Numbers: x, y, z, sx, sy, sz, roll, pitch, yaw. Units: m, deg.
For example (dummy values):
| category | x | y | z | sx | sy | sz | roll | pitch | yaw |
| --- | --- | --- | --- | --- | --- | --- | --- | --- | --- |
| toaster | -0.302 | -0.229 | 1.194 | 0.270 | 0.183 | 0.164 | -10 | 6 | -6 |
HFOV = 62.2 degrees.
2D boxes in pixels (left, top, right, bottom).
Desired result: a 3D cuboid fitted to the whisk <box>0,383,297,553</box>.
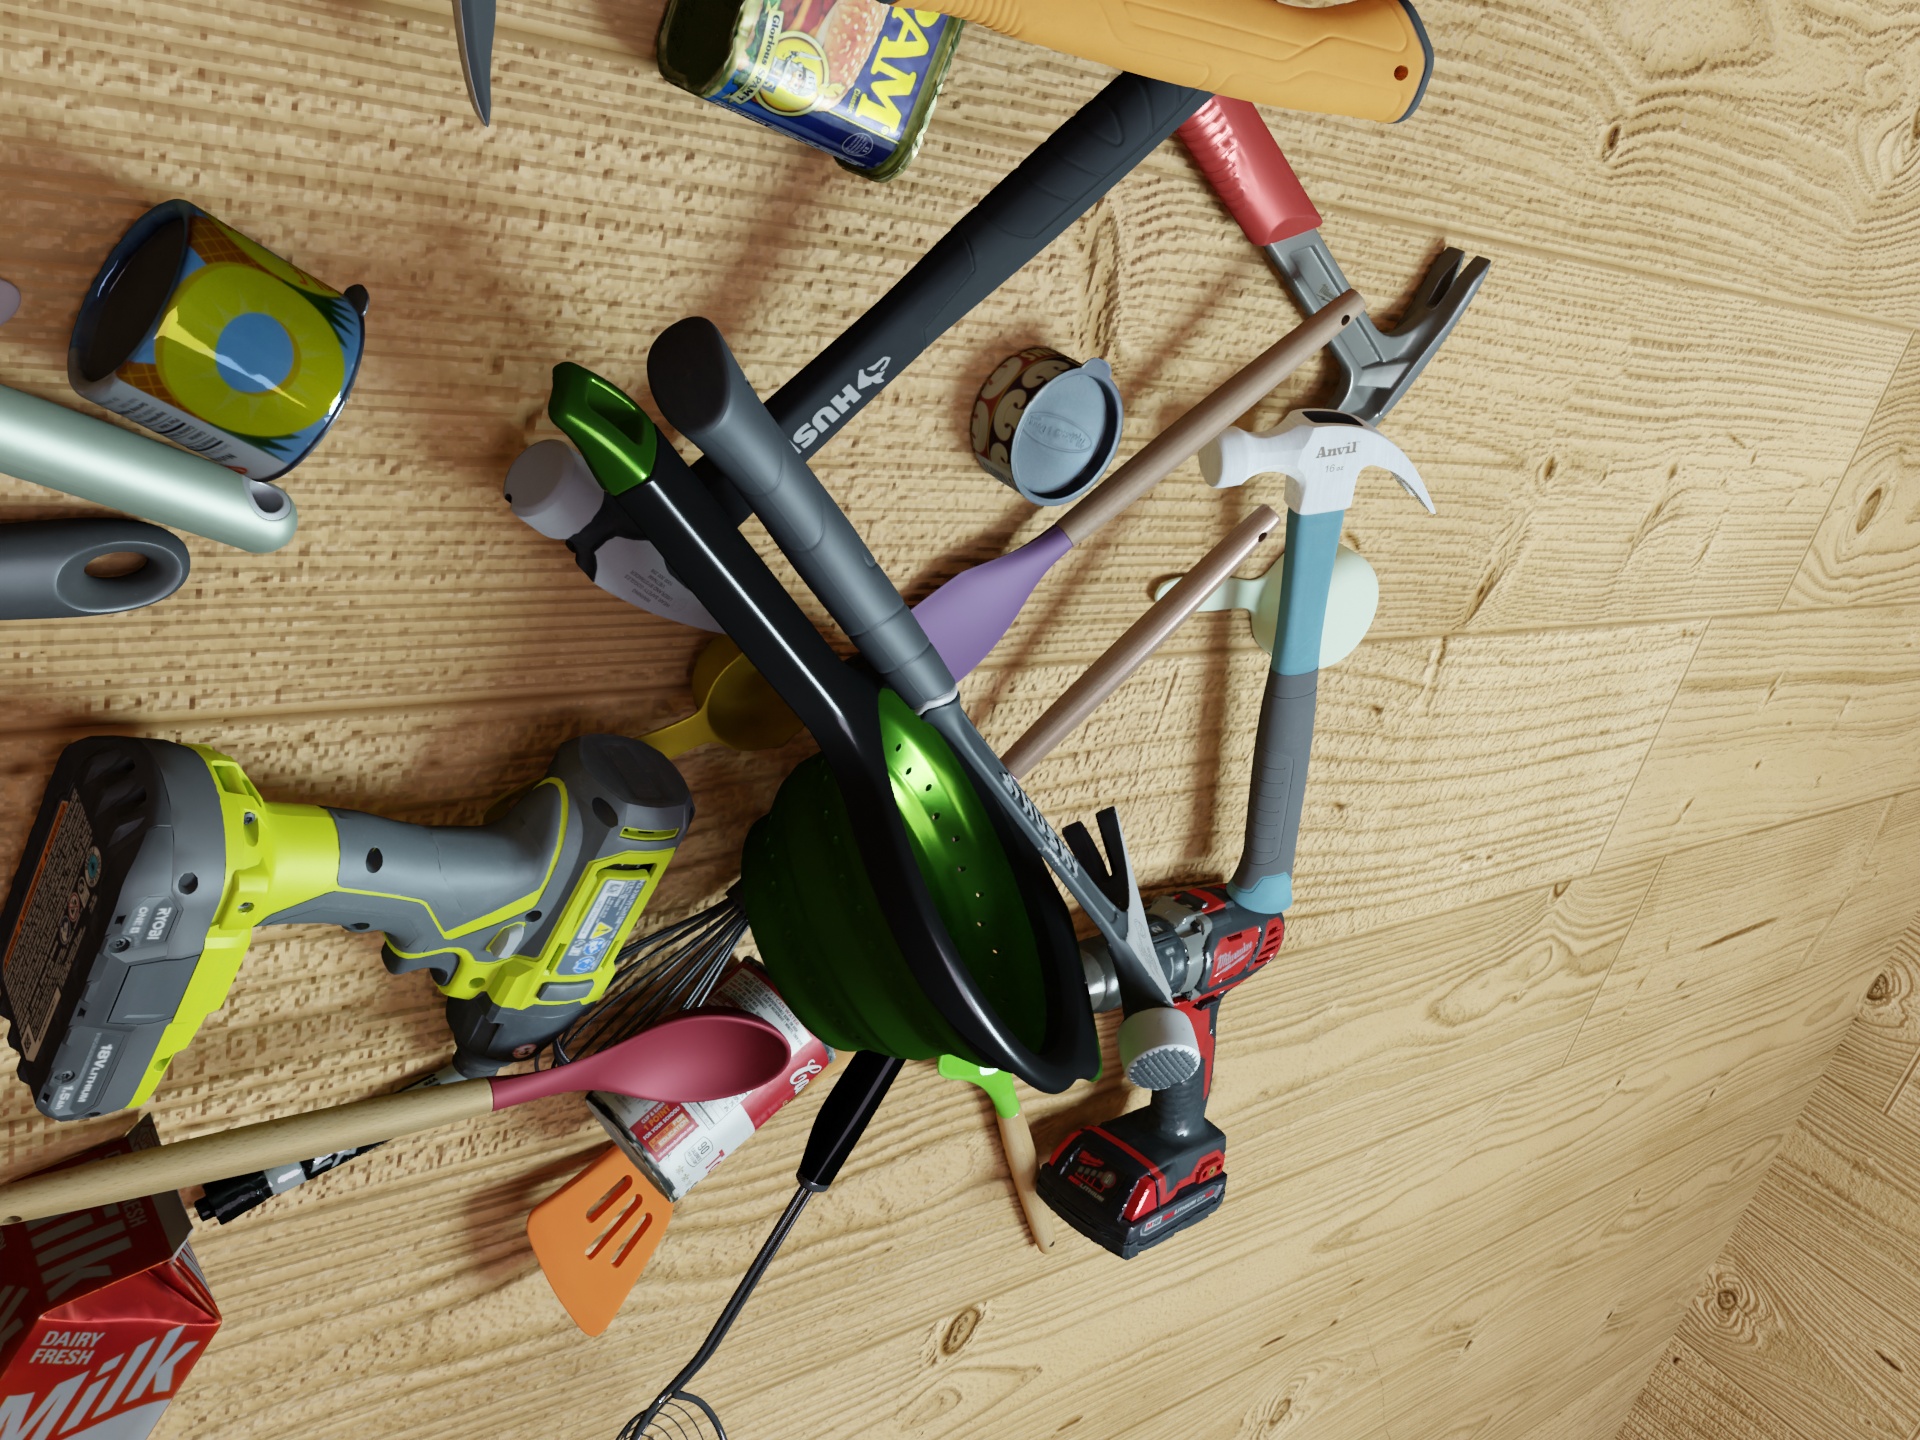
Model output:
| category | x | y | z | sx | sy | sz | roll | pitch | yaw |
| --- | --- | --- | --- | --- | --- | --- | --- | --- | --- |
| whisk | -0.294 | -0.090 | 0.444 | 0.059 | 0.058 | 0.246 | -32 | 154 | 22 |

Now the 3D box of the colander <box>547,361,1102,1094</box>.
| category | x | y | z | sx | sy | sz | roll | pitch | yaw |
| --- | --- | --- | --- | --- | --- | --- | --- | --- | --- |
| colander | -0.067 | 0.027 | 0.636 | 0.094 | 0.205 | 0.396 | -24 | 132 | 14 |

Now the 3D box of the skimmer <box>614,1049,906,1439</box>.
| category | x | y | z | sx | sy | sz | roll | pitch | yaw |
| --- | --- | --- | --- | --- | --- | --- | --- | --- | --- |
| skimmer | -0.084 | 0.305 | 0.818 | 0.363 | 0.090 | 0.127 | -60 | 159 | 3 |

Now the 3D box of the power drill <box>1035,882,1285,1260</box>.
| category | x | y | z | sx | sy | sz | roll | pitch | yaw |
| --- | --- | --- | --- | --- | --- | --- | --- | --- | --- |
| power drill | 0.113 | 0.215 | 0.991 | 0.187 | 0.080 | 0.226 | -8 | 115 | -45 |

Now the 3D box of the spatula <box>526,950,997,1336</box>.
| category | x | y | z | sx | sy | sz | roll | pitch | yaw |
| --- | --- | --- | --- | --- | --- | --- | --- | --- | --- |
| spatula | -0.080 | 0.193 | 0.844 | 0.322 | 0.041 | 0.081 | -31 | 115 | -25 |

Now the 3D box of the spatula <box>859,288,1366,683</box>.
| category | x | y | z | sx | sy | sz | roll | pitch | yaw |
| --- | --- | --- | --- | --- | --- | --- | --- | --- | --- |
| spatula | 0.071 | -0.104 | 0.766 | 0.316 | 0.018 | 0.059 | -40 | 138 | -1 |

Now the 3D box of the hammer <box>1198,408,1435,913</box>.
| category | x | y | z | sx | sy | sz | roll | pitch | yaw |
| --- | --- | --- | --- | --- | --- | --- | --- | --- | --- |
| hammer | 0.185 | -0.020 | 0.895 | 0.128 | 0.033 | 0.330 | -11 | 127 | -14 |

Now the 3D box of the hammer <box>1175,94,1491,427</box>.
| category | x | y | z | sx | sy | sz | roll | pitch | yaw |
| --- | --- | --- | --- | --- | --- | --- | --- | --- | --- |
| hammer | 0.142 | -0.257 | 0.736 | 0.149 | 0.037 | 0.358 | -53 | 139 | 1 |

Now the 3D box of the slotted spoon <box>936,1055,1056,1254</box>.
| category | x | y | z | sx | sy | sz | roll | pitch | yaw |
| --- | --- | --- | --- | --- | --- | --- | --- | --- | --- |
| slotted spoon | 0.032 | 0.259 | 1.002 | 0.070 | 0.031 | 0.313 | -36 | 138 | -21 |

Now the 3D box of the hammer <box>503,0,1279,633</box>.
| category | x | y | z | sx | sy | sz | roll | pitch | yaw |
| --- | --- | --- | --- | --- | --- | --- | --- | --- | --- |
| hammer | -0.008 | -0.160 | 0.610 | 0.335 | 0.035 | 0.146 | -41 | 147 | 7 |

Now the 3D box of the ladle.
| category | x | y | z | sx | sy | sz | roll | pitch | yaw |
| --- | --- | --- | --- | --- | --- | --- | --- | --- | --- |
| ladle | -0.215 | 0.157 | 0.636 | 0.315 | 0.031 | 0.069 | -6 | 139 | -33 |

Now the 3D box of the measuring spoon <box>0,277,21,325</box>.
| category | x | y | z | sx | sy | sz | roll | pitch | yaw |
| --- | --- | --- | --- | --- | --- | --- | --- | --- | --- |
| measuring spoon | -0.325 | -0.097 | 0.442 | 0.124 | 0.018 | 0.034 | -29 | 133 | -25 |

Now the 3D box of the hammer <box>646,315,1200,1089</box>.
| category | x | y | z | sx | sy | sz | roll | pitch | yaw |
| --- | --- | --- | --- | --- | --- | --- | --- | --- | --- |
| hammer | -0.001 | -0.002 | 0.658 | 0.036 | 0.149 | 0.408 | -25 | 132 | 13 |

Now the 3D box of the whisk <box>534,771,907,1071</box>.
| category | x | y | z | sx | sy | sz | roll | pitch | yaw |
| --- | --- | --- | --- | --- | --- | --- | --- | --- | --- |
| whisk | -0.104 | 0.086 | 0.750 | 0.239 | 0.055 | 0.055 | -43 | 138 | -16 |

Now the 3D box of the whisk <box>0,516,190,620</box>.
| category | x | y | z | sx | sy | sz | roll | pitch | yaw |
| --- | --- | --- | --- | --- | --- | --- | --- | --- | --- |
| whisk | -0.362 | -0.032 | 0.429 | 0.295 | 0.073 | 0.073 | -12 | 125 | -44 |

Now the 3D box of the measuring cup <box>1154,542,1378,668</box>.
| category | x | y | z | sx | sy | sz | roll | pitch | yaw |
| --- | --- | --- | --- | --- | --- | --- | --- | --- | --- |
| measuring cup | 0.176 | -0.064 | 0.897 | 0.167 | 0.038 | 0.083 | -3 | 119 | -42 |

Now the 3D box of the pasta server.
| category | x | y | z | sx | sy | sz | roll | pitch | yaw |
| --- | --- | --- | --- | --- | --- | --- | --- | --- | --- |
| pasta server | 0.048 | 0.011 | 0.804 | 0.316 | 0.040 | 0.060 | -45 | 142 | 6 |

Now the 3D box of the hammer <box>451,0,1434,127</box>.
| category | x | y | z | sx | sy | sz | roll | pitch | yaw |
| --- | --- | --- | --- | --- | --- | --- | --- | --- | --- |
| hammer | 0.008 | -0.234 | 0.520 | 0.336 | 0.034 | 0.127 | 2 | 113 | -22 |

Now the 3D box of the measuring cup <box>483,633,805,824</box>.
| category | x | y | z | sx | sy | sz | roll | pitch | yaw |
| --- | --- | --- | --- | --- | --- | --- | --- | --- | --- |
| measuring cup | -0.134 | 0.003 | 0.685 | 0.156 | 0.029 | 0.062 | -25 | 136 | -12 |

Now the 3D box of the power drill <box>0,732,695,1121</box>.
| category | x | y | z | sx | sy | sz | roll | pitch | yaw |
| --- | --- | --- | --- | --- | --- | --- | --- | --- | --- |
| power drill | -0.228 | 0.081 | 0.606 | 0.223 | 0.080 | 0.171 | 6 | 124 | -47 |
